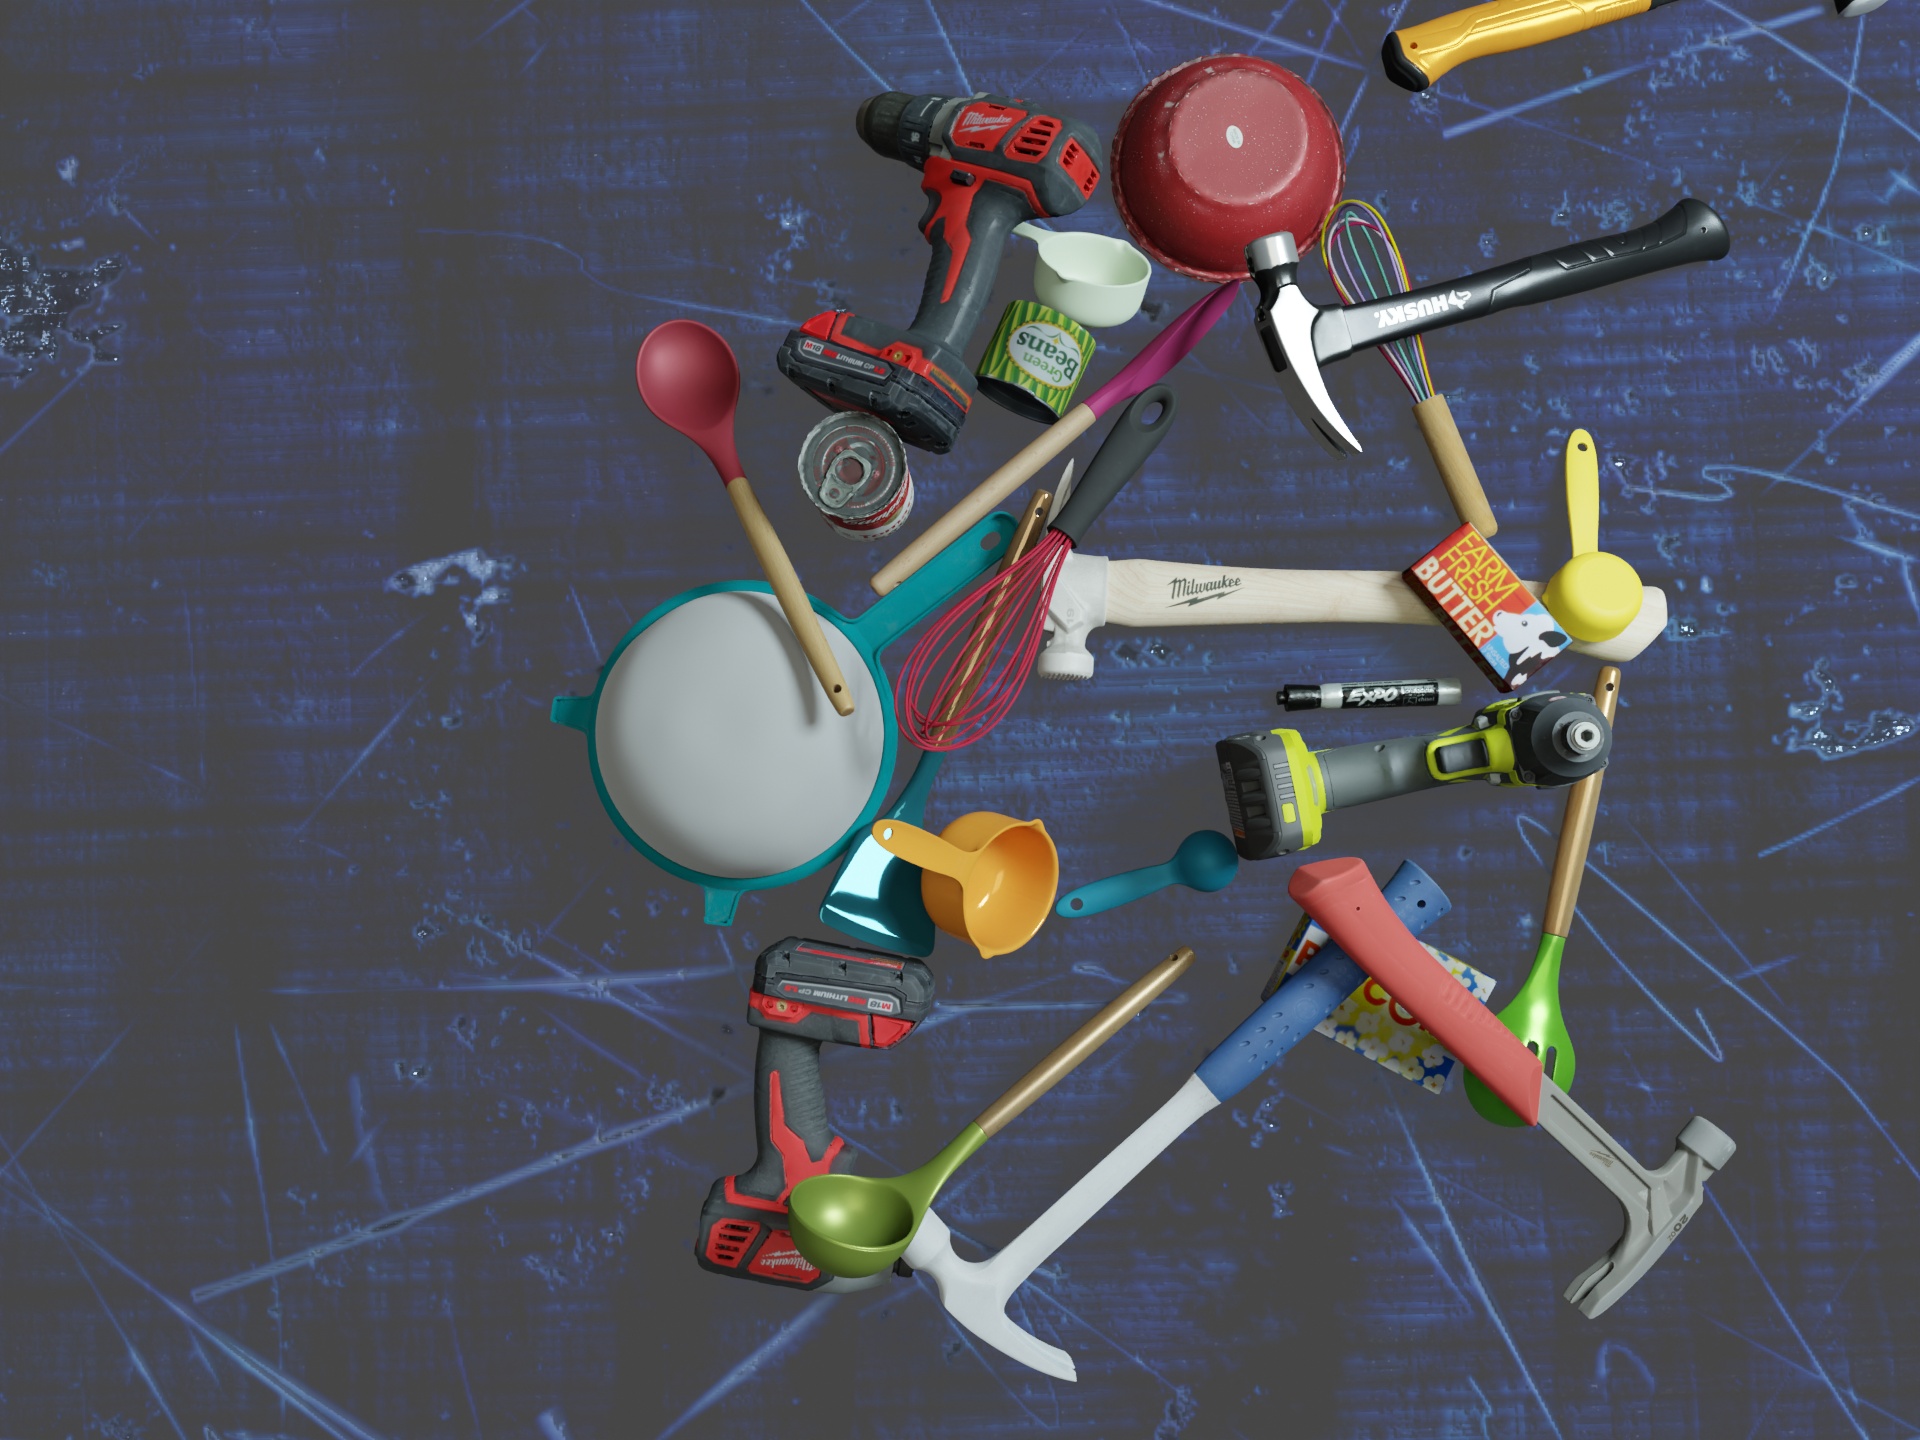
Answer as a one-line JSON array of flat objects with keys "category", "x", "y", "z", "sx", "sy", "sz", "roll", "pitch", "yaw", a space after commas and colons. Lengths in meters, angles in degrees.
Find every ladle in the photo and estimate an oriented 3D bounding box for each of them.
[{"category": "ladle", "x": -0.135, "y": -0.135, "z": 1.034, "sx": 0.069, "sy": 0.031, "sz": 0.316, "roll": -25, "pitch": 67, "yaw": -4}, {"category": "ladle", "x": 0.029, "y": 0.233, "z": 0.999, "sx": 0.320, "sy": 0.078, "sz": 0.062, "roll": -36, "pitch": 128, "yaw": -21}]

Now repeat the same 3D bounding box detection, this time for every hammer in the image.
[{"category": "hammer", "x": 0.449, "y": -0.500, "z": 1.076, "sx": 0.337, "sy": 0.034, "sz": 0.127, "roll": -16, "pitch": 88, "yaw": 1}, {"category": "hammer", "x": 0.152, "y": 0.243, "z": 1.005, "sx": 0.405, "sy": 0.035, "sz": 0.144, "roll": -42, "pitch": 94, "yaw": -1}, {"category": "hammer", "x": 0.353, "y": -0.276, "z": 1.035, "sx": 0.334, "sy": 0.035, "sz": 0.146, "roll": -17, "pitch": 94, "yaw": -12}, {"category": "hammer", "x": 0.259, "y": -0.091, "z": 1.061, "sx": 0.410, "sy": 0.038, "sz": 0.146, "roll": 3, "pitch": 86, "yaw": 1}, {"category": "hammer", "x": 0.329, "y": 0.218, "z": 0.995, "sx": 0.359, "sy": 0.037, "sz": 0.149, "roll": 42, "pitch": 88, "yaw": -14}]

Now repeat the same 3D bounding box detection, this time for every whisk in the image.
[{"category": "whisk", "x": 0.055, "y": -0.102, "z": 1.019, "sx": 0.073, "sy": 0.073, "sz": 0.296, "roll": 35, "pitch": 78, "yaw": 3}, {"category": "whisk", "x": 0.302, "y": -0.234, "z": 1.069, "sx": 0.047, "sy": 0.051, "sz": 0.245, "roll": -23, "pitch": 91, "yaw": 21}]

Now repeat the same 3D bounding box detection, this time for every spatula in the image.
[{"category": "spatula", "x": -0.002, "y": -0.003, "z": 1.050, "sx": 0.082, "sy": 0.044, "sz": 0.317, "roll": 21, "pitch": 94, "yaw": -14}]

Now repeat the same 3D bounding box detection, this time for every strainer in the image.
[{"category": "strainer", "x": -0.098, "y": -0.031, "z": 1.037, "sx": 0.340, "sy": 0.095, "sz": 0.211, "roll": -38, "pitch": 87, "yaw": 1}]

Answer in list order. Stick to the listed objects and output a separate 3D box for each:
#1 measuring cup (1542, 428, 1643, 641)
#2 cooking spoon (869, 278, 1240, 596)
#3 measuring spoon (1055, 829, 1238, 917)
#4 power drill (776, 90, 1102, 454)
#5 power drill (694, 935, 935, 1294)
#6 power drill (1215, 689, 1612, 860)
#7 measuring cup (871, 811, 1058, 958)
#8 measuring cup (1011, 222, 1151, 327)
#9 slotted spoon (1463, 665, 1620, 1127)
[{"category": "measuring cup", "x": 0.414, "y": -0.128, "z": 1.040, "sx": 0.062, "sy": 0.029, "sz": 0.157, "roll": 6, "pitch": 70, "yaw": -2}, {"category": "cooking spoon", "x": 0.064, "y": -0.186, "z": 1.040, "sx": 0.319, "sy": 0.068, "sz": 0.017, "roll": -41, "pitch": 80, "yaw": -8}, {"category": "measuring spoon", "x": 0.125, "y": 0.108, "z": 1.060, "sx": 0.128, "sy": 0.021, "sz": 0.042, "roll": -18, "pitch": 87, "yaw": -1}, {"category": "power drill", "x": -0.030, "y": -0.306, "z": 1.038, "sx": 0.188, "sy": 0.080, "sz": 0.227, "roll": 27, "pitch": 89, "yaw": 33}, {"category": "power drill", "x": -0.085, "y": 0.261, "z": 1.035, "sx": 0.143, "sy": 0.078, "sz": 0.219, "roll": 10, "pitch": 90, "yaw": 2}, {"category": "power drill", "x": 0.280, "y": 0.028, "z": 0.989, "sx": 0.223, "sy": 0.171, "sz": 0.080, "roll": -12, "pitch": 87, "yaw": 4}, {"category": "measuring cup", "x": -0.011, "y": 0.088, "z": 1.004, "sx": 0.052, "sy": 0.173, "sz": 0.095, "roll": 15, "pitch": 80, "yaw": 46}, {"category": "measuring cup", "x": 0.049, "y": -0.311, "z": 1.075, "sx": 0.168, "sy": 0.038, "sz": 0.083, "roll": 29, "pitch": 44, "yaw": 21}, {"category": "slotted spoon", "x": 0.396, "y": 0.116, "z": 1.052, "sx": 0.070, "sy": 0.031, "sz": 0.314, "roll": 14, "pitch": 86, "yaw": 5}]
